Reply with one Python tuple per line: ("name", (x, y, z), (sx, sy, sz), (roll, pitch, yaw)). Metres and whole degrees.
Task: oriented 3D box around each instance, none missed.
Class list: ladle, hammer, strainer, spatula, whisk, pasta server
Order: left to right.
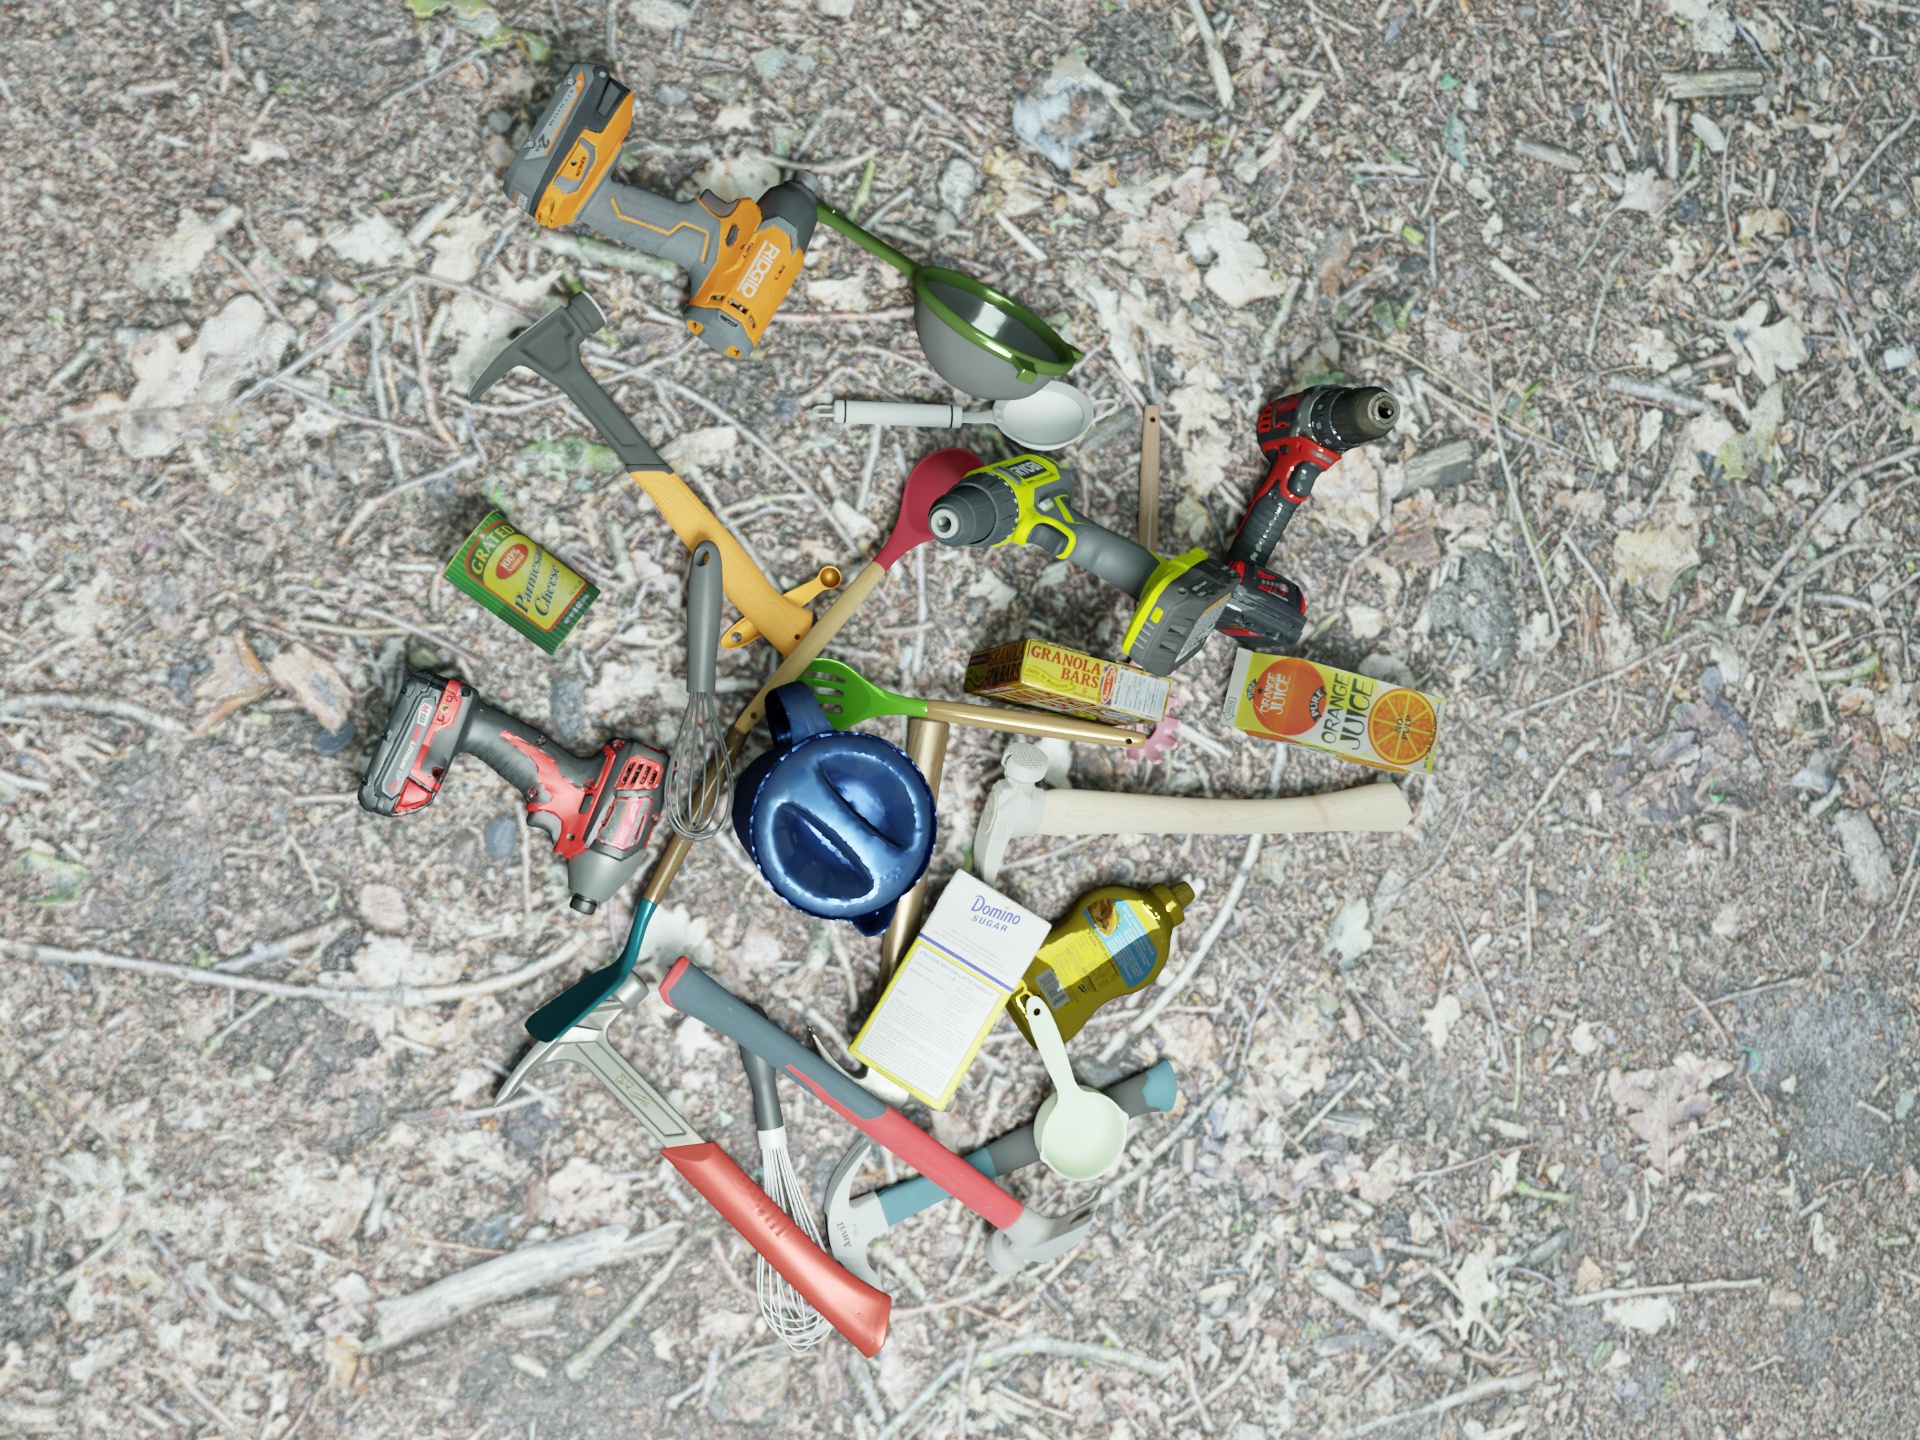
("spatula", (-0.246, 0.117, 1.277), (0.044, 0.082, 0.317), (33, 76, -25))
("hammer", (-0.240, -0.177, 1.281), (0.127, 0.034, 0.337), (-42, 98, -12))
("whisk", (-0.202, -0.024, 1.251), (0.055, 0.055, 0.239), (2, 86, -15))
("hammer", (-0.197, 0.370, 1.257), (0.359, 0.036, 0.149), (44, 78, 4))
("whisk", (-0.150, 0.374, 1.305), (0.070, 0.070, 0.284), (-9, 88, -15))
("ladle", (-0.082, -0.107, 1.303), (0.069, 0.031, 0.315), (44, 67, -14))
("hammer", (-0.069, 0.305, 1.261), (0.386, 0.143, 0.038), (37, 45, -7))
("hammer", (-0.050, 0.161, 1.341), (0.130, 0.031, 0.331), (8, 88, -15))
("strainer", (-0.029, -0.337, 1.322), (0.256, 0.151, 0.069), (34, 117, 6))
("strainer", (0.003, -0.257, 1.348), (0.258, 0.050, 0.087), (1, 51, -9))
("hammer", (0.038, 0.374, 1.364), (0.331, 0.033, 0.128), (-20, 96, -14))
("pasta server", (0.164, -0.120, 1.393), (0.060, 0.040, 0.316), (2, 89, -4))
("hammer", (0.211, 0.090, 1.391), (0.410, 0.038, 0.146), (1, 125, -21))

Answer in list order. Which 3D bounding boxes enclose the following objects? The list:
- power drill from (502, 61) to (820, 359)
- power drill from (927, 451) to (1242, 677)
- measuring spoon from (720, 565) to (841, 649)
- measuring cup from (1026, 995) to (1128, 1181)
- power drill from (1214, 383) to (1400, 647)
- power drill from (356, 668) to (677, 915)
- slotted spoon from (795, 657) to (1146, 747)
("power drill", (-0.227, -0.417, 1.268), (0.226, 0.084, 0.164), (32, 82, -17))
("power drill", (0.093, -0.131, 1.266), (0.228, 0.190, 0.080), (33, 118, 14))
("measuring spoon", (-0.150, -0.093, 1.326), (0.117, 0.011, 0.021), (-34, 96, -9))
("measuring cup", (0.083, 0.304, 1.335), (0.083, 0.038, 0.167), (-22, 99, -14))
("power drill", (0.283, -0.181, 1.350), (0.080, 0.188, 0.227), (23, 88, -15))
("power drill", (-0.345, 0.056, 1.241), (0.219, 0.078, 0.143), (23, 84, -17))
("slotted spoon", (-0.002, -0.004, 1.318), (0.313, 0.031, 0.070), (8, 111, -1))
